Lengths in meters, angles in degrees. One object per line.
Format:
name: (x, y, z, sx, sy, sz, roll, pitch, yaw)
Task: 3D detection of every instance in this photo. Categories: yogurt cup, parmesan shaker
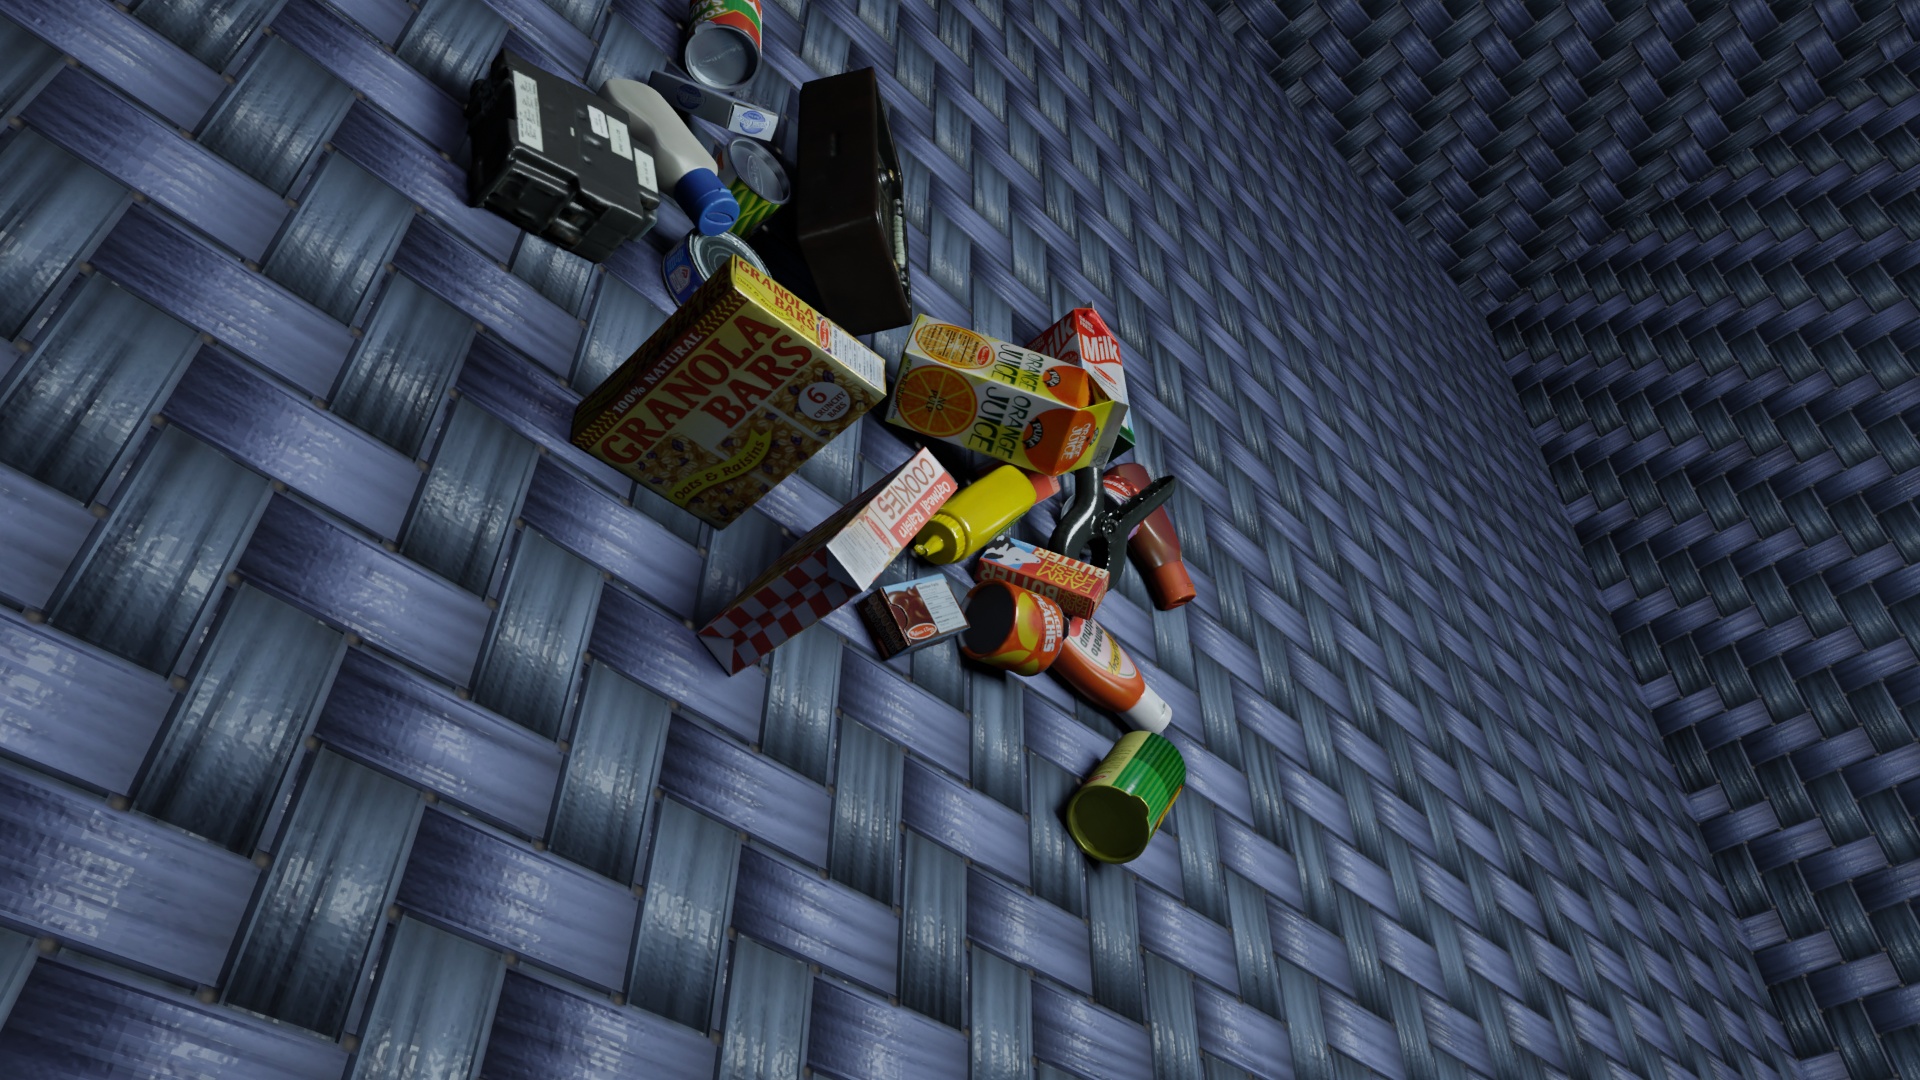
yogurt cup: (0.053, -0.056, 1.229, 0.054, 0.072, 0.073, 63, 31, -3)
parmesan shaker: (0.134, 0.198, 1.089, 0.071, 0.071, 0.103, 56, 31, 0)

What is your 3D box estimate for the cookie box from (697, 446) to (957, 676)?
cookie box: (-0.083, 0.012, 0.918, 0.040, 0.122, 0.168, 52, 31, -8)

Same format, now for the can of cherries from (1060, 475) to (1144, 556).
can of cherries: (0.136, -0.026, 1.306, 0.071, 0.071, 0.058, 56, 31, 1)

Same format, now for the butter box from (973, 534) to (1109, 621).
butter box: (0.068, 0.030, 1.150, 0.103, 0.024, 0.053, 20, 29, 14)

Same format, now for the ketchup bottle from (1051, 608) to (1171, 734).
ketchup bottle: (0.119, 0.110, 1.181, 0.148, 0.043, 0.065, 44, 33, -19)

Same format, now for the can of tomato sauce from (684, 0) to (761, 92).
can of tomato sauce: (-0.212, -0.453, 1.237, 0.071, 0.071, 0.083, 30, 38, -36)

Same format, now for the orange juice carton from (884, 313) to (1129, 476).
orange juice carton: (0.041, -0.116, 1.167, 0.193, 0.071, 0.073, 18, 36, -1)

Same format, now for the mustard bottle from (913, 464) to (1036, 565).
mustard bottle: (0.004, -0.014, 1.124, 0.049, 0.065, 0.161, 53, 36, 1)

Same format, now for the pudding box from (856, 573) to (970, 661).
pudding box: (-0.034, 0.055, 1.033, 0.084, 0.030, 0.050, -12, 72, -57)

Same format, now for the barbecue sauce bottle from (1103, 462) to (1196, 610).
barbecue sauce bottle: (0.189, -0.004, 1.386, 0.065, 0.043, 0.149, 4, 59, -53)

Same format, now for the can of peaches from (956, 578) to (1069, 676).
can of peaches: (0.040, 0.067, 1.085, 0.058, 0.071, 0.071, 23, 44, -41)

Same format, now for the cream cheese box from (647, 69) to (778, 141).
cream cheese box: (-0.205, -0.359, 1.145, 0.104, 0.024, 0.053, 30, 19, 30)

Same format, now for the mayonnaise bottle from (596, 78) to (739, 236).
mayonnaise bottle: (-0.222, -0.293, 1.062, 0.065, 0.041, 0.148, -3, 49, -54)

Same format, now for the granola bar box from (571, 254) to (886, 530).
granola bar box: (-0.147, -0.090, 0.885, 0.124, 0.165, 0.039, 33, 35, -33)

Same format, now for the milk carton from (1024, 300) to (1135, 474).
milk carton: (0.118, -0.163, 1.411, 0.073, 0.072, 0.191, 32, 39, -34)

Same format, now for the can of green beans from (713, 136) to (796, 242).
can of green beans: (-0.180, -0.283, 1.127, 0.071, 0.057, 0.071, 35, 36, -31)
